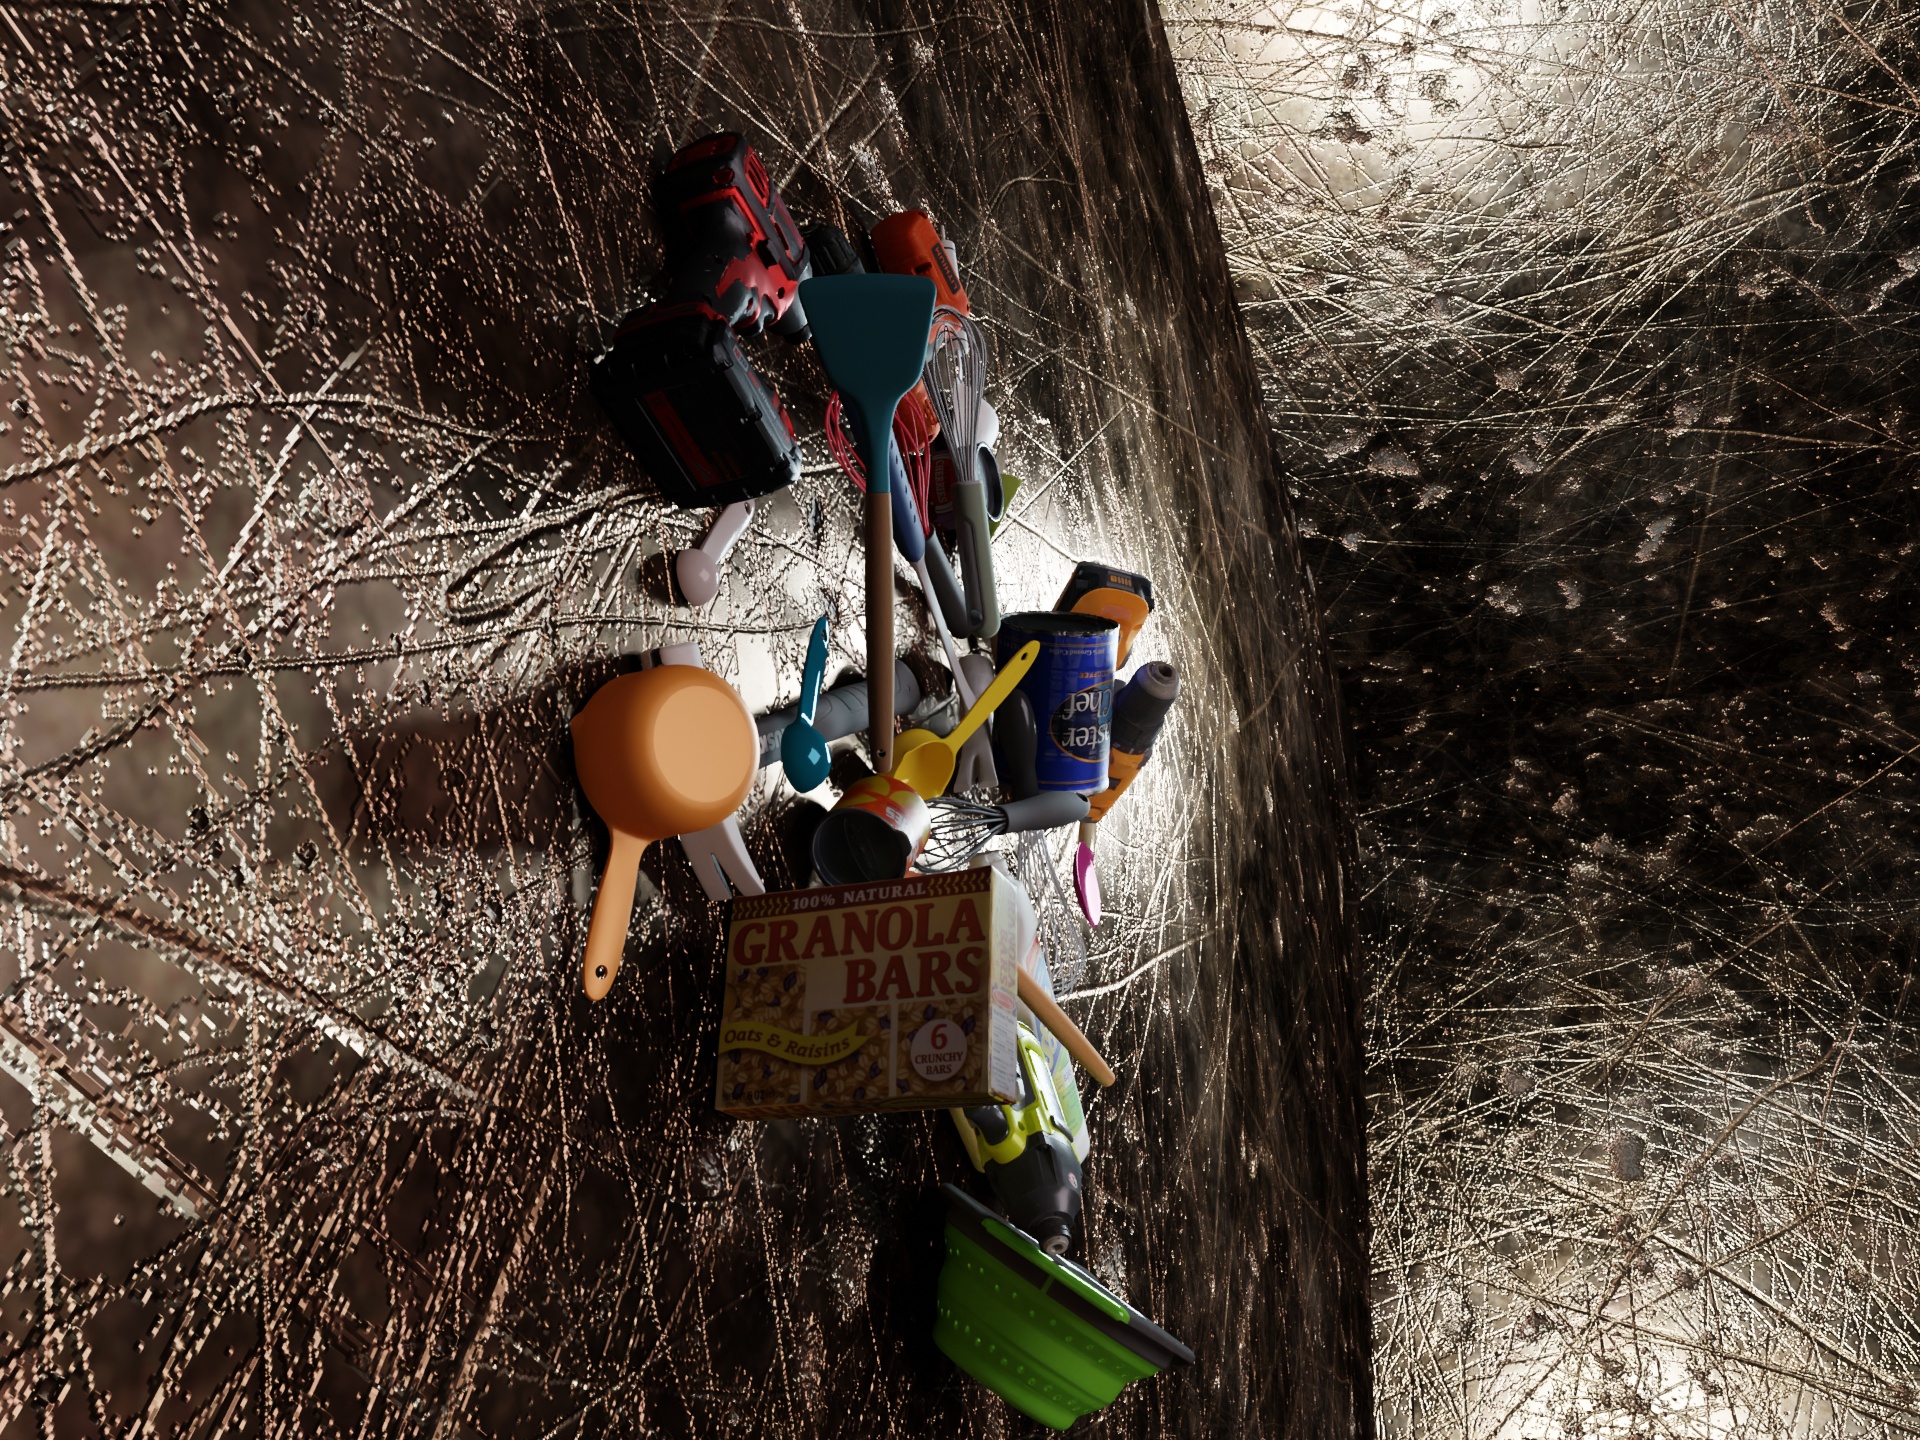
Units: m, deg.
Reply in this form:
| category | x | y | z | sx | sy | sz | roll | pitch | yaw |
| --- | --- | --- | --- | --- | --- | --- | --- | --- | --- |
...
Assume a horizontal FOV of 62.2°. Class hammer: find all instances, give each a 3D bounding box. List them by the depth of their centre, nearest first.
| category | x | y | z | sx | sy | sz | roll | pitch | yaw |
| --- | --- | --- | --- | --- | --- | --- | --- | --- | --- |
| hammer | -0.096 | 0.008 | 1.011 | 0.335 | 0.035 | 0.146 | -25 | 104 | -69 |
| hammer | -0.029 | -0.110 | 1.134 | 0.405 | 0.035 | 0.144 | 70 | 13 | -47 |

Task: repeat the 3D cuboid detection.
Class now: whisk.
| category | x | y | z | sx | sy | sz | roll | pitch | yaw |
| --- | --- | --- | --- | --- | --- | --- | --- | --- | --- |
| whisk | -0.011 | 0.242 | 1.130 | 0.051 | 0.047 | 0.244 | -74 | 152 | -50 |
| whisk | 0.003 | -0.183 | 1.176 | 0.059 | 0.058 | 0.246 | -14 | 99 | -47 |
| whisk | 0.031 | 0.076 | 1.188 | 0.239 | 0.055 | 0.055 | -6 | 88 | -53 |
| whisk | -0.036 | -0.157 | 1.212 | 0.295 | 0.073 | 0.073 | 65 | 25 | -51 |
| whisk | 0.058 | 0.108 | 1.296 | 0.070 | 0.070 | 0.284 | -55 | 140 | -62 |

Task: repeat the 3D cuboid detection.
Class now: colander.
| category | x | y | z | sx | sy | sz | roll | pitch | yaw |
| --- | --- | --- | --- | --- | --- | --- | --- | --- | --- |
| colander | 0.058 | 0.437 | 1.154 | 0.094 | 0.204 | 0.396 | -56 | 163 | -13 |

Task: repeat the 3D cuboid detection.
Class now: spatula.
| category | x | y | z | sx | sy | sz | roll | pitch | yaw |
| --- | --- | --- | --- | --- | --- | --- | --- | --- | --- |
| spatula | -0.054 | -0.116 | 1.000 | 0.044 | 0.082 | 0.317 | -91 | 180 | -74 |
| spatula | 0.033 | 0.192 | 1.156 | 0.322 | 0.041 | 0.081 | 52 | -3 | -39 |

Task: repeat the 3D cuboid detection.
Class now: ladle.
| category | x | y | z | sx | sy | sz | roll | pitch | yaw |
| --- | --- | --- | --- | --- | --- | --- | --- | --- | --- |
| ladle | 0.049 | -0.056 | 1.395 | 0.078 | 0.062 | 0.320 | -80 | 160 | -77 |

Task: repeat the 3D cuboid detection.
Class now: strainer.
| category | x | y | z | sx | sy | sz | roll | pitch | yaw |
| --- | --- | --- | --- | --- | --- | --- | --- | --- | --- |
| strainer | 0.000 | -0.322 | 1.401 | 0.086 | 0.050 | 0.258 | 65 | 18 | -75 |

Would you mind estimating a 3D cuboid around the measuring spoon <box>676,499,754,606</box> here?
| category | x | y | z | sx | sy | sz | roll | pitch | yaw |
| --- | --- | --- | --- | --- | --- | --- | --- | --- | --- |
| measuring spoon | -0.141 | -0.109 | 0.963 | 0.124 | 0.018 | 0.034 | -69 | 144 | -54 |

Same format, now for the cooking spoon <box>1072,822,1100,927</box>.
| category | x | y | z | sx | sy | sz | roll | pitch | yaw |
| --- | --- | --- | --- | --- | --- | --- | --- | --- | --- |
| cooking spoon | 0.115 | 0.117 | 1.455 | 0.319 | 0.017 | 0.068 | -64 | 139 | -77 |

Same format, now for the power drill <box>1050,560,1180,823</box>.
| category | x | y | z | sx | sy | sz | roll | pitch | yaw |
| --- | --- | --- | --- | --- | --- | --- | --- | --- | --- |
| power drill | 0.138 | -0.045 | 1.452 | 0.185 | 0.084 | 0.226 | 119 | -22 | -45 |

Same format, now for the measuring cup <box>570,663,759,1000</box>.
| category | x | y | z | sx | sy | sz | roll | pitch | yaw |
| --- | --- | --- | --- | --- | --- | --- | --- | --- | --- |
| measuring cup | -0.151 | 0.053 | 0.792 | 0.095 | 0.052 | 0.174 | 28 | 61 | -38 |

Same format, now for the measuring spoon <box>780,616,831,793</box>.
| category | x | y | z | sx | sy | sz | roll | pitch | yaw |
| --- | --- | --- | --- | --- | --- | --- | --- | --- | --- |
| measuring spoon | -0.085 | -0.014 | 0.968 | 0.042 | 0.021 | 0.129 | 56 | 32 | -47 |

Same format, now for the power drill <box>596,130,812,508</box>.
| category | x | y | z | sx | sy | sz | roll | pitch | yaw |
| --- | --- | --- | --- | --- | --- | --- | --- | --- | --- |
| power drill | -0.137 | -0.237 | 0.954 | 0.143 | 0.078 | 0.220 | 60 | 26 | -45 |

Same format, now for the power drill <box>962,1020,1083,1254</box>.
| category | x | y | z | sx | sy | sz | roll | pitch | yaw |
| --- | --- | --- | --- | --- | --- | --- | --- | --- | --- |
| power drill | -0.003 | 0.223 | 0.991 | 0.223 | 0.080 | 0.171 | 48 | 14 | -35 |

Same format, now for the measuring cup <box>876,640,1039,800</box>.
| category | x | y | z | sx | sy | sz | roll | pitch | yaw |
| --- | --- | --- | --- | --- | --- | --- | --- | --- | --- |
| measuring cup | -0.002 | -0.004 | 1.148 | 0.156 | 0.029 | 0.062 | -48 | 141 | -9 |
